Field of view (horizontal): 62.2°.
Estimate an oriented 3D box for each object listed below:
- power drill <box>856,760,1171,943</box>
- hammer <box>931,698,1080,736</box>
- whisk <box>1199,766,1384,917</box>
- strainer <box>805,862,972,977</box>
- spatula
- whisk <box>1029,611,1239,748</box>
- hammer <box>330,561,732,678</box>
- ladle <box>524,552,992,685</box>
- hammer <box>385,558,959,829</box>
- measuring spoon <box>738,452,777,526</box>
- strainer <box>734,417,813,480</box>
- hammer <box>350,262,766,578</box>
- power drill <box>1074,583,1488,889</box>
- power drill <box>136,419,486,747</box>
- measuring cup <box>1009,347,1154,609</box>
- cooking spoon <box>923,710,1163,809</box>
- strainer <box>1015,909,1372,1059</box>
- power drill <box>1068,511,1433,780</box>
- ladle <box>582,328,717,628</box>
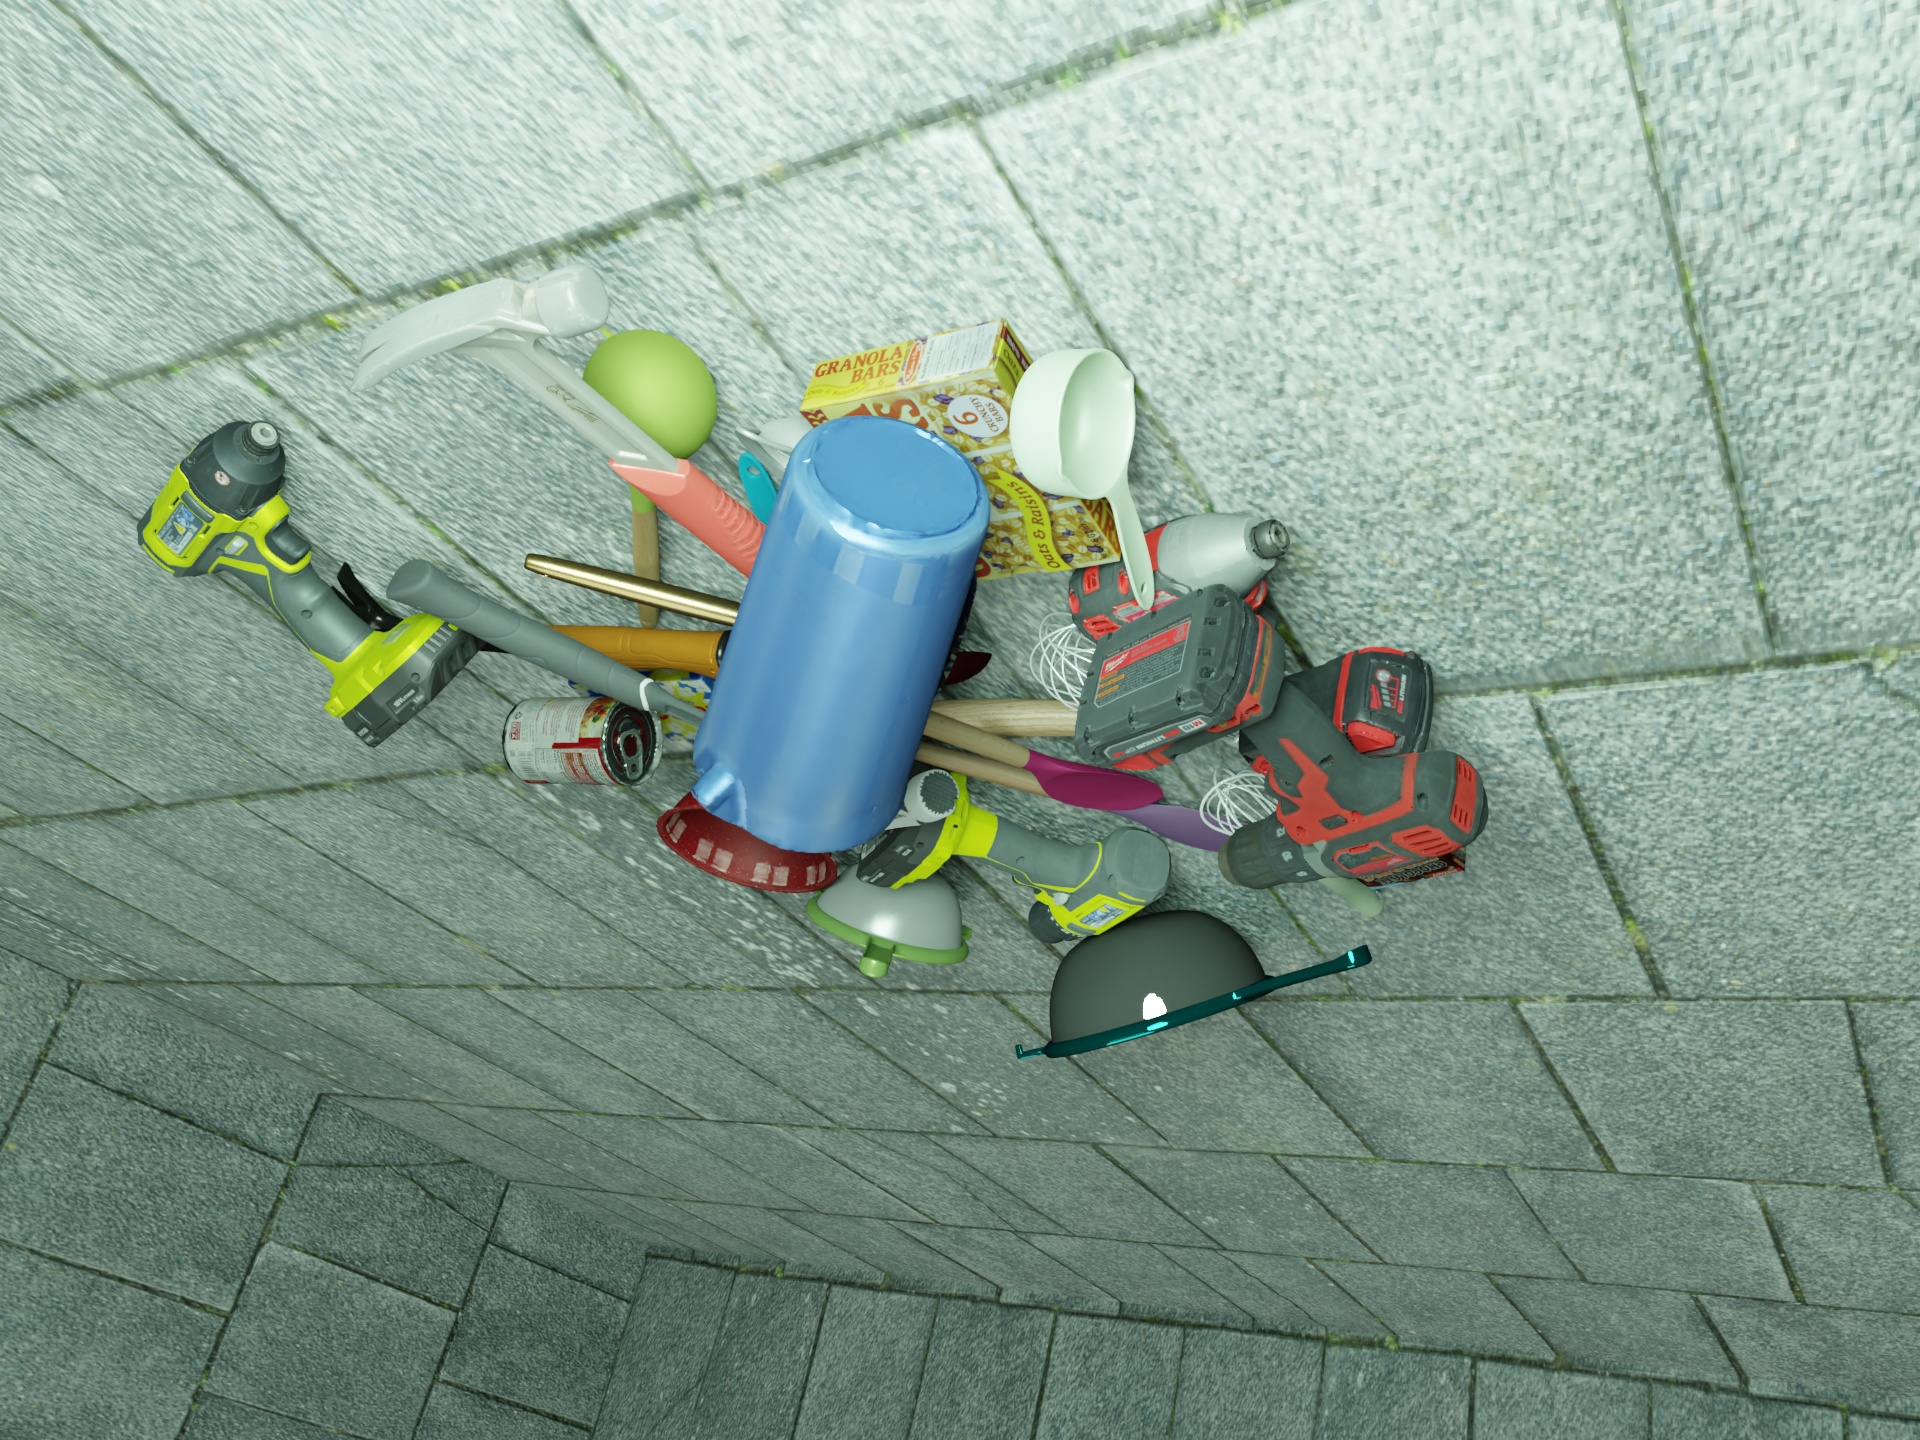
[{"bbox_3d":[0.036,0.121,1.318,0.228,0.080,0.190,20,151,-15],"label":"power drill"},{"bbox_3d":[-0.002,-0.004,1.144,0.331,0.031,0.130,1,161,18],"label":"hammer"},{"bbox_3d":[0.259,0.098,1.210,0.059,0.058,0.246,-38,133,19],"label":"whisk"},{"bbox_3d":[-0.058,0.162,1.361,0.151,0.069,0.256,17,-176,0],"label":"strainer"},{"bbox_3d":[0.091,0.058,1.240,0.316,0.018,0.059,16,149,-5],"label":"spatula"},{"bbox_3d":[0.164,-0.004,1.059,0.284,0.070,0.070,23,151,-29],"label":"whisk"},{"bbox_3d":[-0.306,-0.061,1.164,0.337,0.034,0.127,4,151,26],"label":"hammer"},{"bbox_3d":[-0.133,-0.067,1.064,0.315,0.031,0.069,14,174,-9],"label":"ladle"},{"bbox_3d":[-0.205,-0.010,1.125,0.408,0.036,0.149,27,156,-22],"label":"hammer"},{"bbox_3d":[-0.113,-0.126,1.014,0.042,0.021,0.128,3,140,21],"label":"measuring spoon"},{"bbox_3d":[-0.072,-0.120,0.977,0.087,0.050,0.258,33,167,27],"label":"strainer"},{"bbox_3d":[-0.160,-0.123,0.898,0.149,0.037,0.358,-10,152,27],"label":"hammer"},{"bbox_3d":[0.173,0.029,0.945,0.226,0.080,0.188,32,146,-25],"label":"power drill"},{"bbox_3d":[-0.447,-0.098,1.102,0.223,0.080,0.171,46,134,-17],"label":"power drill"},{"bbox_3d":[0.070,-0.123,0.851,0.038,0.083,0.167,12,143,33],"label":"measuring cup"},{"bbox_3d":[0.026,0.019,1.121,0.318,0.017,0.069,20,148,-38],"label":"cooking spoon"},{"bbox_3d":[0.197,0.197,1.331,0.211,0.095,0.340,-10,167,-39],"label":"strainer"},{"bbox_3d":[0.184,-0.045,0.962,0.219,0.079,0.143,36,144,-29],"label":"power drill"},{"bbox_3d":[-0.197,-0.137,1.013,0.078,0.062,0.320,16,158,-4],"label":"ladle"}]
